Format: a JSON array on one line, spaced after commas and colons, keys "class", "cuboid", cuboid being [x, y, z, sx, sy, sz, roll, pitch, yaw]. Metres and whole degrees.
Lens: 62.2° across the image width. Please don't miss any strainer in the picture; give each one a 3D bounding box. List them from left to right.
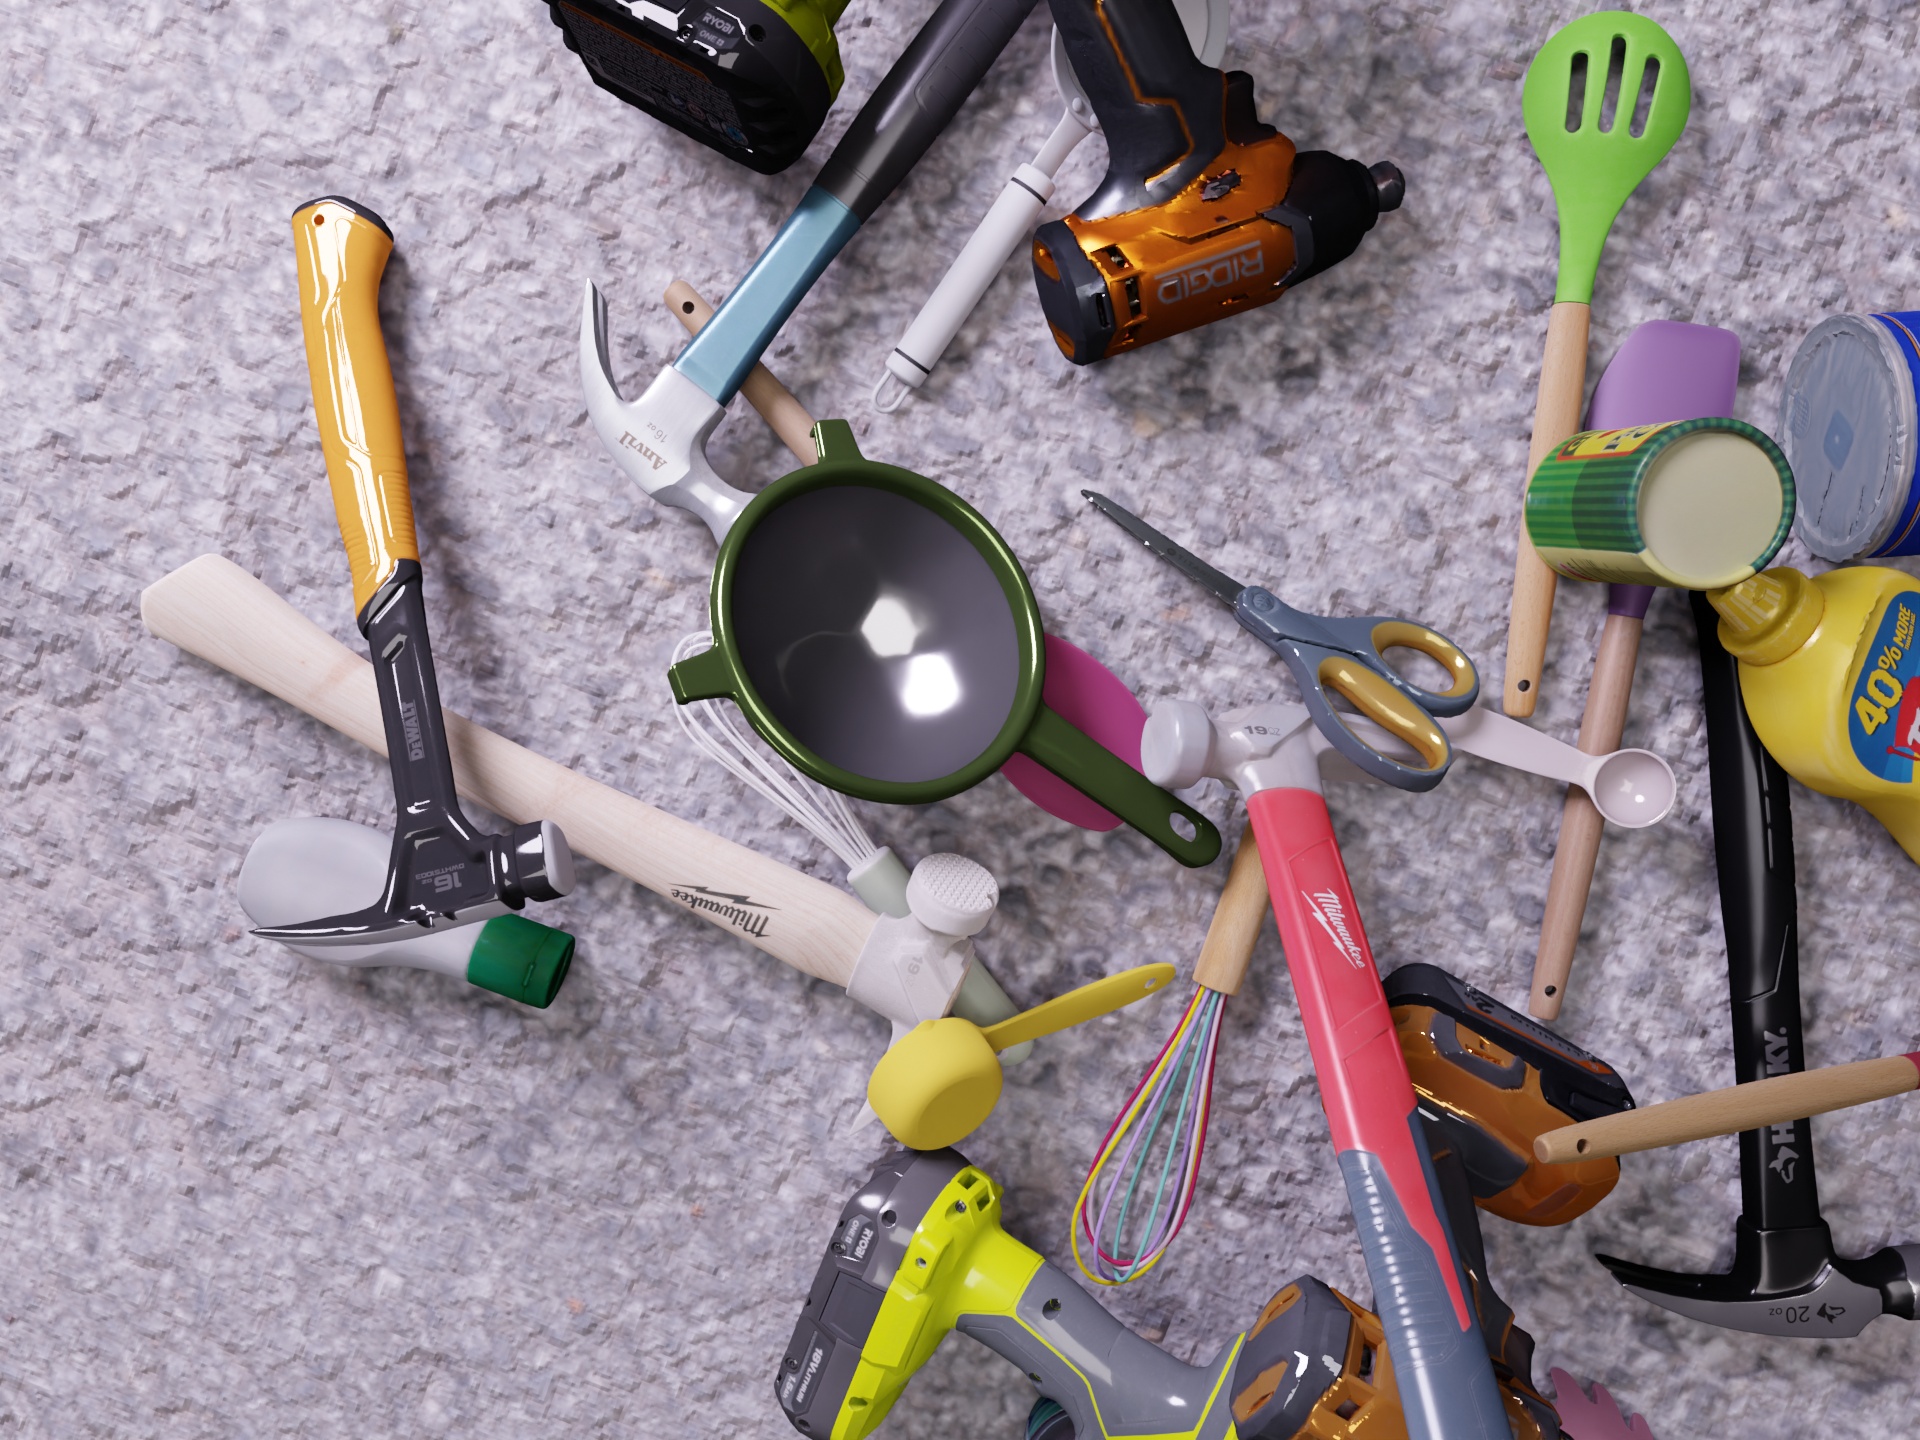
[{"class": "strainer", "cuboid": [-0.001, -0.002, 0.693, 0.256, 0.069, 0.152, 34, 60, -16]}, {"class": "strainer", "cuboid": [0.035, -0.245, 0.702, 0.086, 0.050, 0.258, 28, 102, -39]}]

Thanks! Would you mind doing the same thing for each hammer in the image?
[{"class": "hammer", "cuboid": [-0.256, -0.072, 0.684, 0.127, 0.034, 0.337, -14, 76, 1]}, {"class": "hammer", "cuboid": [-0.190, 0.041, 0.717, 0.410, 0.038, 0.146, 26, 121, 7]}, {"class": "hammer", "cuboid": [-0.045, -0.236, 0.699, 0.128, 0.033, 0.331, 37, 89, 0]}, {"class": "hammer", "cuboid": [0.166, 0.151, 0.582, 0.143, 0.038, 0.387, 6, 49, -16]}, {"class": "hammer", "cuboid": [0.350, 0.106, 0.705, 0.146, 0.035, 0.335, -5, 92, 2]}]

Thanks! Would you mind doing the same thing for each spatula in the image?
[{"class": "spatula", "cuboid": [0.289, -0.021, 0.711, 0.060, 0.018, 0.316, 11, 93, 12]}]

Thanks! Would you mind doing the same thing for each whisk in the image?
[{"class": "whisk", "cuboid": [-0.046, 0.058, 0.721, 0.058, 0.059, 0.246, -35, 95, 41]}, {"class": "whisk", "cuboid": [0.105, 0.140, 0.717, 0.047, 0.051, 0.245, 19, 91, 7]}]

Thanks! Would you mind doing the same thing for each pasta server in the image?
[{"class": "pasta server", "cuboid": [0.387, 0.391, 0.723, 0.316, 0.040, 0.060, 28, 94, -3]}]

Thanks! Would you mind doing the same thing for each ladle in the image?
[{"class": "ladle", "cuboid": [0.375, 0.153, 0.664, 0.315, 0.031, 0.069, -6, 82, -17]}]

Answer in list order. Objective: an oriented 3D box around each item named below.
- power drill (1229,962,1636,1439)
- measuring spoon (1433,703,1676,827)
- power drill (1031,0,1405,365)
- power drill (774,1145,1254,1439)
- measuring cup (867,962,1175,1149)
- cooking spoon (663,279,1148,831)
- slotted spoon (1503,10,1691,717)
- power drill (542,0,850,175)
[{"class": "power drill", "cuboid": [0.214, 0.224, 0.624, 0.185, 0.226, 0.084, 30, 130, 1]}, {"class": "measuring spoon", "cuboid": [0.253, 0.013, 0.706, 0.124, 0.018, 0.034, 23, 96, 21]}, {"class": "power drill", "cuboid": [0.095, -0.273, 0.641, 0.164, 0.084, 0.226, -19, 122, -6]}, {"class": "power drill", "cuboid": [0.041, 0.294, 0.672, 0.223, 0.080, 0.171, 26, 104, 19]}, {"class": "measuring cup", "cuboid": [0.035, 0.143, 0.696, 0.156, 0.029, 0.062, -18, 131, -22]}, {"class": "cooking spoon", "cuboid": [-0.025, -0.078, 0.724, 0.068, 0.017, 0.319, -42, 90, 11]}, {"class": "slotted spoon", "cuboid": [0.269, -0.157, 0.701, 0.070, 0.031, 0.314, 7, 95, 11]}, {"class": "power drill", "cuboid": [-0.075, -0.363, 0.666, 0.190, 0.080, 0.228, 31, 81, 14]}]
